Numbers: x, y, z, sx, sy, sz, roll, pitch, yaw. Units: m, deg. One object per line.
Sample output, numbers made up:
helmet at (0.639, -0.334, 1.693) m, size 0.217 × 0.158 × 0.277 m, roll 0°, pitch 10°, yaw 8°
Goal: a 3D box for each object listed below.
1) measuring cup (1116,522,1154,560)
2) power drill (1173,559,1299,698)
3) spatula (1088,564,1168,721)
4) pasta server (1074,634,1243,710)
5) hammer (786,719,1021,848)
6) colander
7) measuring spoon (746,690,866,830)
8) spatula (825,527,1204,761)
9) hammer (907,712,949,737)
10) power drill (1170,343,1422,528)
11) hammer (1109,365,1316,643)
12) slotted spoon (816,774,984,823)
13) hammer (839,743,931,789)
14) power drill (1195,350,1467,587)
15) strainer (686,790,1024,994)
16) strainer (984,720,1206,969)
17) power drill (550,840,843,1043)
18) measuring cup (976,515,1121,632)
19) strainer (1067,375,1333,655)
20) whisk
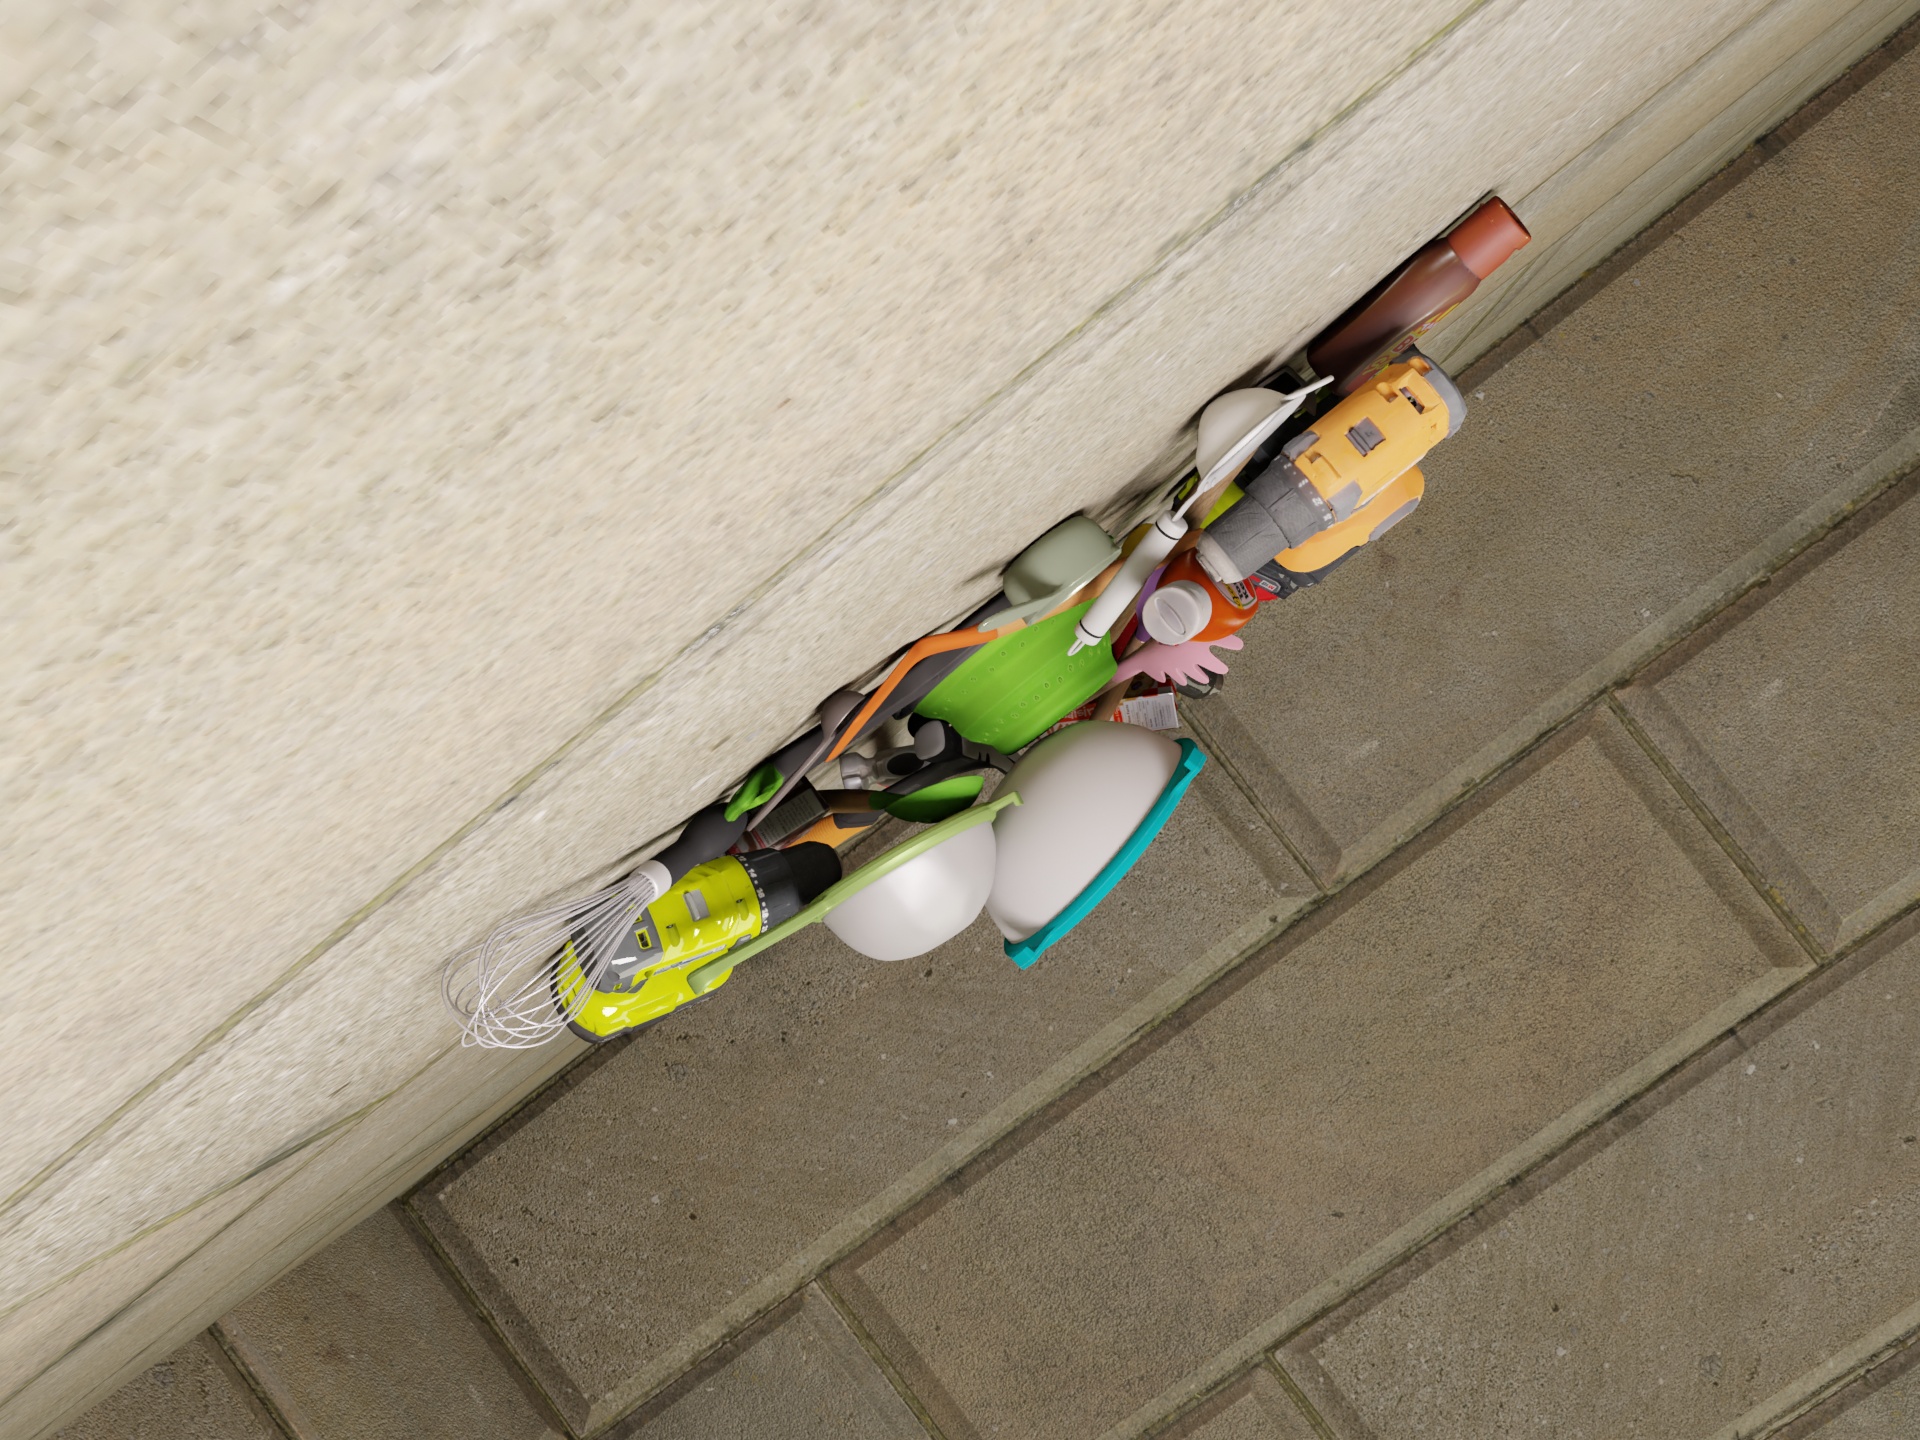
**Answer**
measuring cup at (0.158, -0.116, 1.318) m, size 0.062 × 0.029 × 0.157 m, roll -54°, pitch -161°, yaw 25°
power drill at (0.223, -0.107, 1.509) m, size 0.226 × 0.187 × 0.080 m, roll -42°, pitch -146°, yaw 42°
spatula at (0.141, -0.056, 1.268) m, size 0.060 × 0.018 × 0.315 m, roll -22°, pitch 157°, yaw -22°
pasta server at (0.116, -0.026, 1.256) m, size 0.316 × 0.040 × 0.060 m, roll -32°, pitch -141°, yaw 59°
hammer at (-0.102, 0.093, 1.371) m, size 0.337 × 0.034 × 0.127 m, roll -29°, pitch 148°, yaw 30°
colander at (-0.002, -0.004, 1.141) m, size 0.397 × 0.094 × 0.204 m, roll -35°, pitch 176°, yaw -40°
measuring spoon at (-0.102, 0.024, 0.991) m, size 0.124 × 0.018 × 0.034 m, roll -48°, pitch 177°, yaw 24°
spatula at (0.044, -0.061, 1.059) m, size 0.322 × 0.041 × 0.081 m, roll -25°, pitch 170°, yaw -25°
hammer at (0.034, -0.039, 1.605) m, size 0.146 × 0.035 × 0.335 m, roll -40°, pitch 176°, yaw 31°
power drill at (0.274, -0.221, 1.301) m, size 0.223 × 0.080 × 0.171 m, roll -32°, pitch 174°, yaw -28°
hammer at (0.167, -0.148, 1.188) m, size 0.130 × 0.031 × 0.331 m, roll -37°, pitch 170°, yaw -30°
slotted spoon at (-0.072, 0.061, 1.207) m, size 0.070 × 0.031 × 0.314 m, roll -12°, pitch -177°, yaw -28°
hammer at (-0.042, 0.043, 1.545) m, size 0.143 × 0.038 × 0.386 m, roll -11°, pitch 178°, yaw -4°
power drill at (0.239, -0.149, 1.071) m, size 0.185 × 0.084 × 0.226 m, roll -39°, pitch 172°, yaw 5°
strainer at (-0.064, 0.139, 1.061) m, size 0.256 × 0.069 × 0.151 m, roll -26°, pitch 171°, yaw -38°
strainer at (0.069, 0.064, 1.243) m, size 0.211 × 0.095 × 0.340 m, roll -49°, pitch -175°, yaw 1°
power drill at (-0.199, 0.156, 1.155) m, size 0.190 × 0.080 × 0.228 m, roll -18°, pitch 167°, yaw -30°
measuring cup at (0.041, -0.086, 0.968) m, size 0.083 × 0.038 × 0.167 m, roll -40°, pitch 175°, yaw 31°
strainer at (0.136, -0.130, 1.003) m, size 0.258 × 0.050 × 0.087 m, roll -53°, pitch 168°, yaw 34°
whisk at (-0.204, 0.109, 0.947) m, size 0.070 × 0.070 × 0.285 m, roll -40°, pitch -178°, yaw 31°
